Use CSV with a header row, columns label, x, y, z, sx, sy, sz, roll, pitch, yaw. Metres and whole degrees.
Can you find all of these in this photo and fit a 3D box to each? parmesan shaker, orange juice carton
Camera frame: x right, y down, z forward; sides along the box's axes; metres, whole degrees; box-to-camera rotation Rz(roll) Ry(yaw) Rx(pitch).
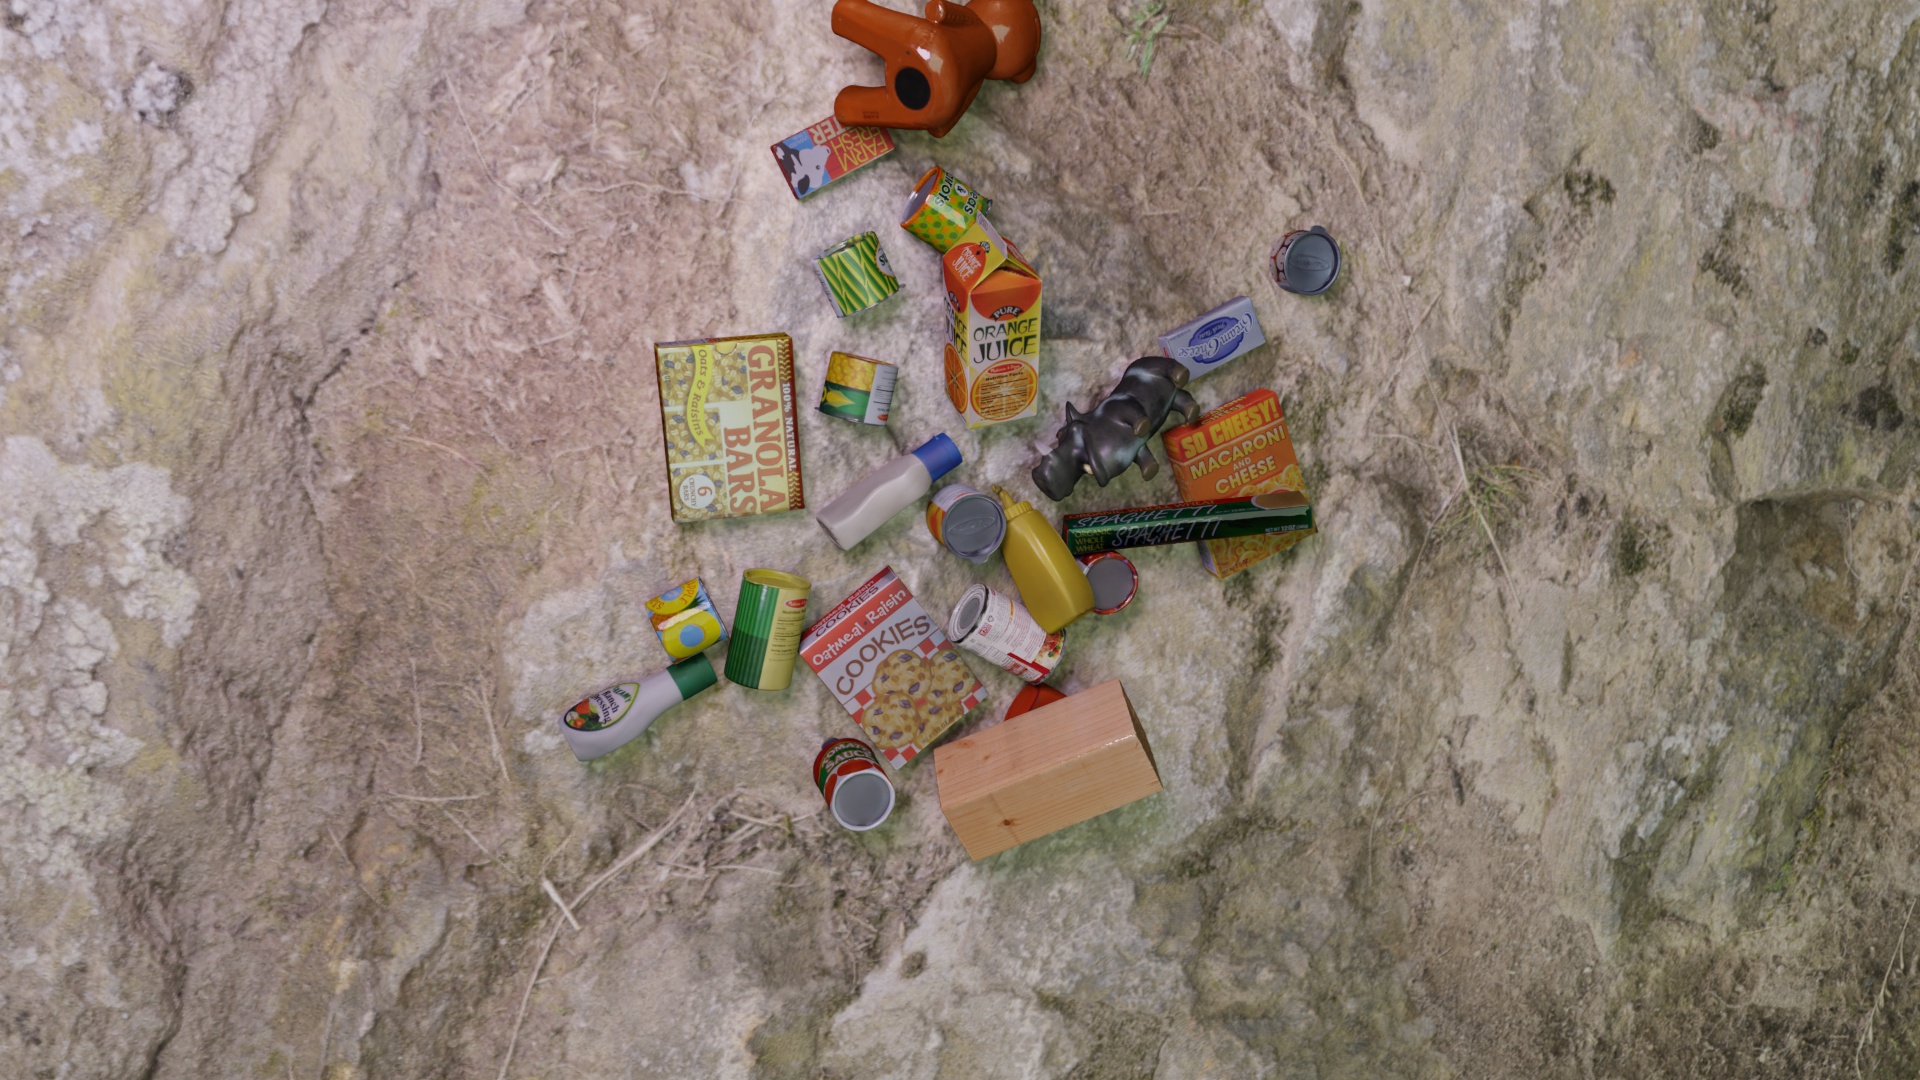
label,x,y,z,sx,sy,sz,roll,pitch,yaw
parmesan shaker,-0.187,0.085,1.328,0.071,0.071,0.103,10,101,-20
orange juice carton,0.028,-0.205,1.287,0.073,0.072,0.191,-13,132,-14

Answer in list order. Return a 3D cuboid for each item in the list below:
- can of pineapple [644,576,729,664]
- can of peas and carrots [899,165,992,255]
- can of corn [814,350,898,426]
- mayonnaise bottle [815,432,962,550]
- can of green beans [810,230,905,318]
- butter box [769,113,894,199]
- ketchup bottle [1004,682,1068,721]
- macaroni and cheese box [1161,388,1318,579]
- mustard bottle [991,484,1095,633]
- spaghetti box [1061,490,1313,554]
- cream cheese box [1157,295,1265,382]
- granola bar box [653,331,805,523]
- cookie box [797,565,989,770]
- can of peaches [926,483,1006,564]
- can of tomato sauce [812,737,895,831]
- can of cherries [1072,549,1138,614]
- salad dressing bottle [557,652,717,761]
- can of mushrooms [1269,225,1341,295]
label,x,y,z,sx,sy,sz,roll,pitch,yaw
can of pineapple,-0.258,0.074,1.304,0.058,0.071,0.070,-26,110,-10
can of peas and carrots,-0.014,-0.306,1.289,0.058,0.071,0.071,29,93,-21
can of corn,-0.098,-0.143,1.305,0.071,0.071,0.058,10,99,-20
mayonnaise bottle,-0.067,-0.049,1.340,0.148,0.065,0.041,-35,114,-11
can of green beans,-0.096,-0.245,1.279,0.071,0.071,0.057,-28,110,-9
butter box,-0.116,-0.358,1.268,0.104,0.024,0.053,-30,111,-8
ketchup bottle,0.121,0.206,1.469,0.149,0.044,0.064,30,102,-22
macaroni and cheese box,0.294,-0.060,1.462,0.124,0.040,0.166,-25,110,-10
mustard bottle,0.075,0.011,1.387,0.049,0.065,0.160,-18,77,-45
spaghetti box,0.228,-0.018,1.410,0.250,0.050,0.028,-6,109,1
cream cheese box,0.258,-0.206,1.424,0.104,0.024,0.053,-28,110,-10
granola bar box,-0.213,-0.105,1.290,0.124,0.039,0.165,-7,105,-16
cookie box,-0.069,0.128,1.392,0.123,0.040,0.167,-39,112,-6
can of peaches,0.005,-0.017,1.371,0.071,0.058,0.071,-5,105,-17
can of tomato sauce,-0.107,0.241,1.383,0.071,0.083,0.071,-4,105,-17
can of cherries,0.144,0.037,1.428,0.071,0.058,0.071,-4,104,-16
salad dressing bottle,-0.304,0.154,1.315,0.148,0.064,0.043,-29,129,-18
can of mushrooms,0.355,-0.289,1.430,0.071,0.033,0.071,-4,104,-16
